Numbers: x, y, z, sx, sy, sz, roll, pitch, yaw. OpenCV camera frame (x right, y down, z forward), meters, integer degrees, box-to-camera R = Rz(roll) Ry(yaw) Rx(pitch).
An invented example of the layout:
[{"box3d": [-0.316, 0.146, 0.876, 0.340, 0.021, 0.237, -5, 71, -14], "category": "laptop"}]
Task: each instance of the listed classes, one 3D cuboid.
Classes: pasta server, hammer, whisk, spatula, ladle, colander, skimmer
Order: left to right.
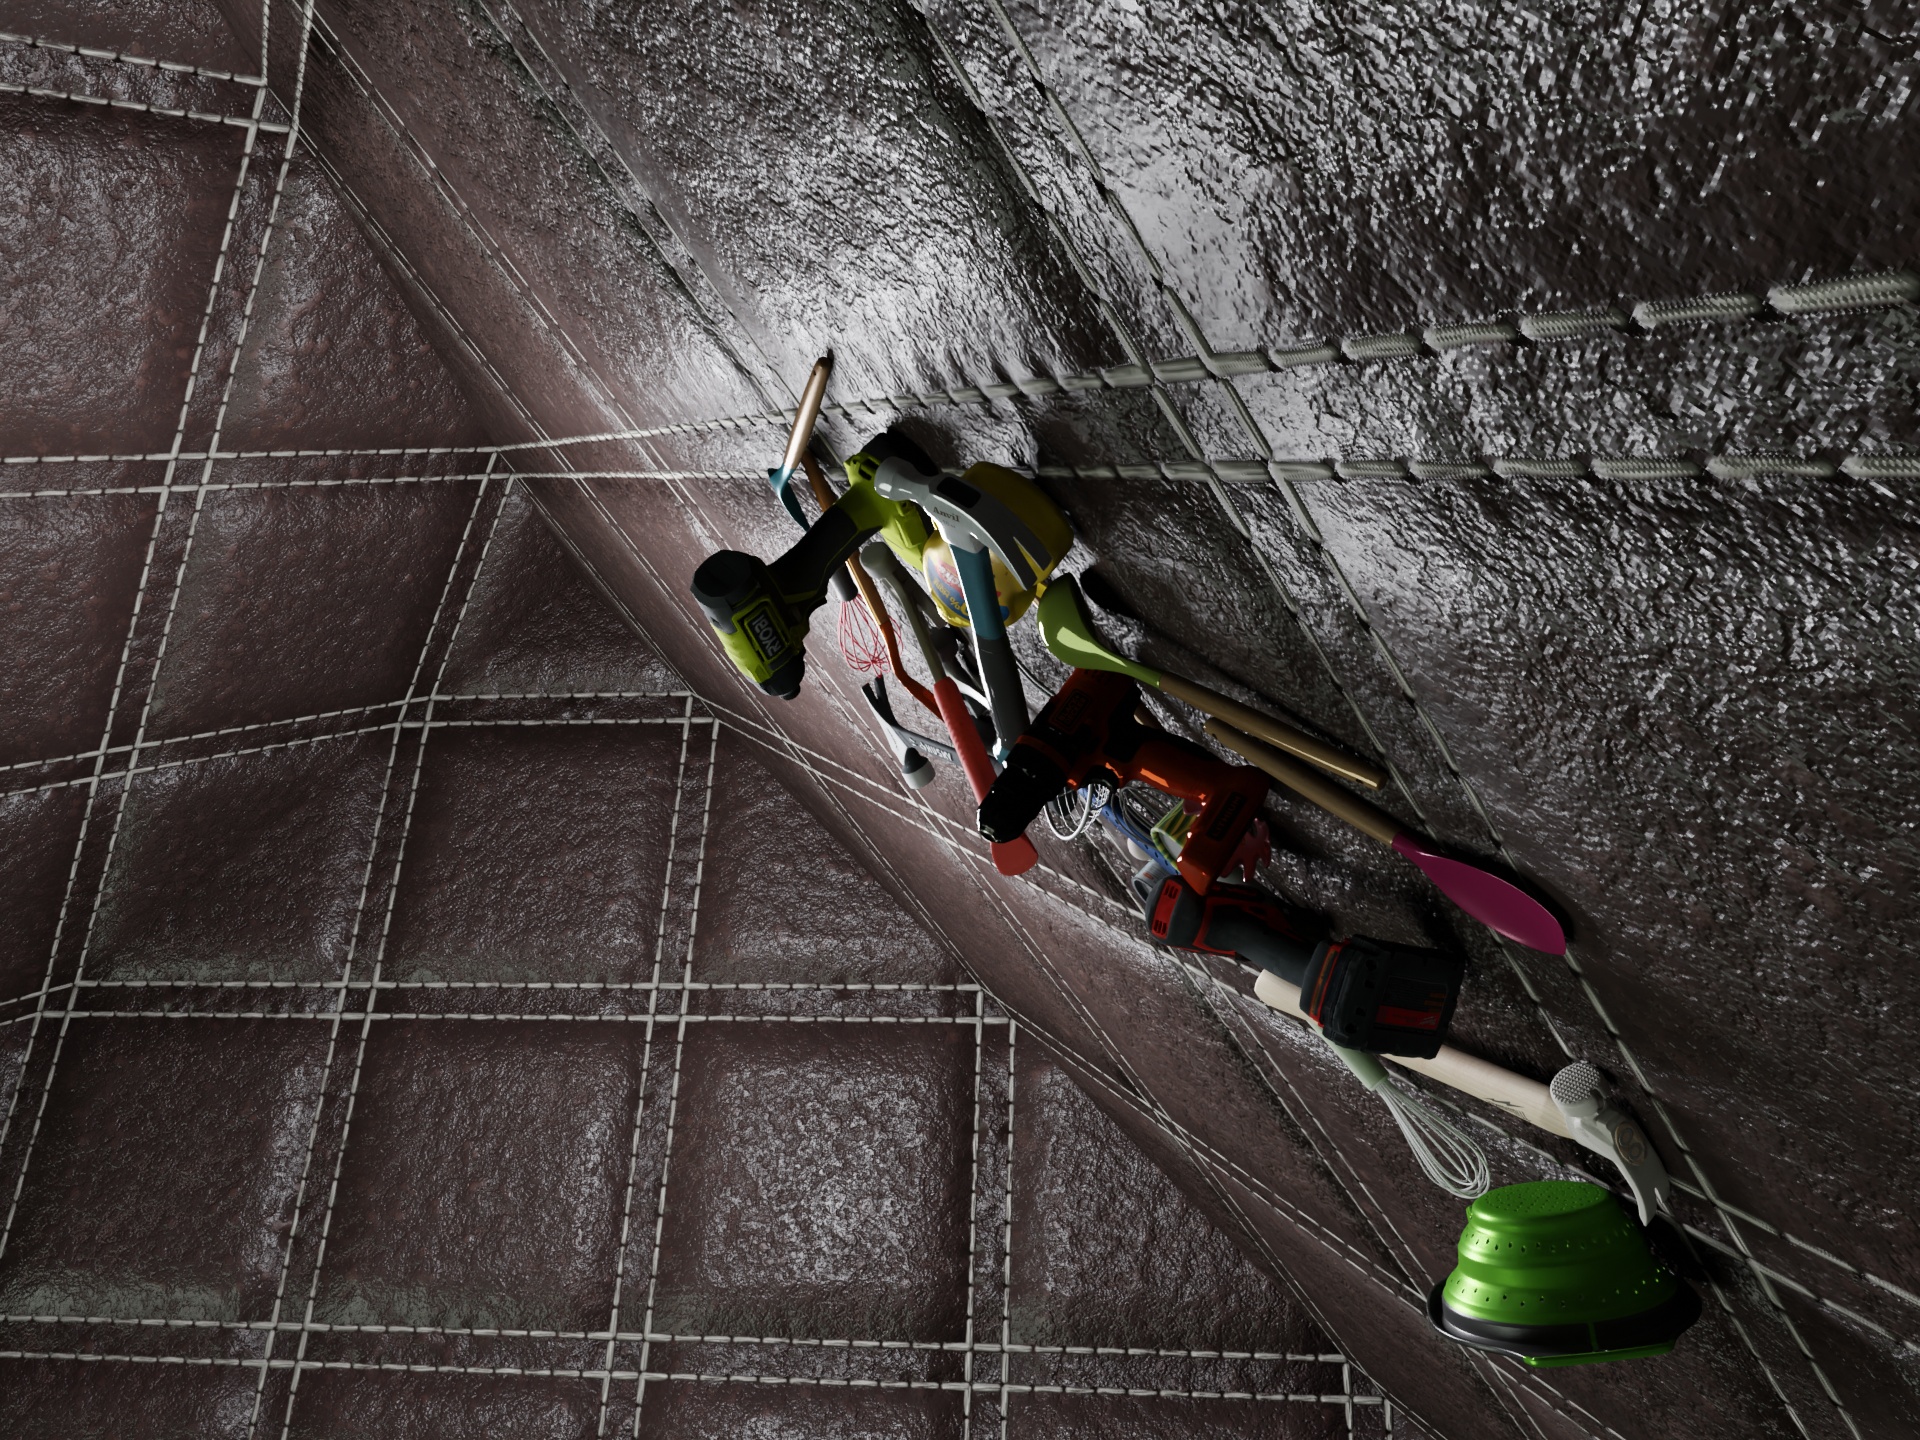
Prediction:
[{"box3d": [-0.145, -0.258, 1.485, 0.082, 0.044, 0.317, 65, 160, 10], "category": "spatula"}, {"box3d": [-0.116, -0.127, 1.697, 0.073, 0.073, 0.295, 42, 169, 25], "category": "whisk"}, {"box3d": [-0.078, -0.123, 1.583, 0.081, 0.041, 0.322, -59, -55, -81], "category": "spatula"}, {"box3d": [-0.002, -0.005, 1.453, 0.149, 0.036, 0.359, 50, -167, -51], "category": "hammer"}, {"box3d": [0.008, 0.039, 1.694, 0.409, 0.036, 0.149, 17, 140, 62], "category": "hammer"}, {"box3d": [0.014, -0.055, 1.452, 0.363, 0.090, 0.127, 49, 157, 0], "category": "skimmer"}, {"box3d": [0.023, -0.063, 1.226, 0.128, 0.033, 0.330, 25, 152, 27], "category": "hammer"}, {"box3d": [0.113, 0.056, 1.577, 0.406, 0.035, 0.143, 40, 164, 31], "category": "hammer"}, {"box3d": [0.146, -0.002, 1.301, 0.316, 0.060, 0.040, 50, -150, 3], "category": "pasta server"}, {"box3d": [0.176, -0.028, 1.148, 0.320, 0.062, 0.078, 29, 160, 38], "category": "ladle"}, {"box3d": [0.230, 0.134, 1.405, 0.239, 0.055, 0.055, 40, 165, 18], "category": "whisk"}, {"box3d": [0.394, 0.342, 1.475, 0.246, 0.058, 0.059, 48, 133, 19], "category": "whisk"}, {"box3d": [0.386, 0.281, 1.303, 0.146, 0.038, 0.411, 52, 164, -23], "category": "hammer"}, {"box3d": [0.476, 0.427, 1.338, 0.397, 0.204, 0.094, 27, -126, -83], "category": "colander"}]

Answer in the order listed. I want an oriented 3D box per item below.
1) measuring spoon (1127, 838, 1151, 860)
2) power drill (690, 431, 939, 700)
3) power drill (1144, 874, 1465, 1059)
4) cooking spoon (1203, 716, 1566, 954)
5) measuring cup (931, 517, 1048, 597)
[{"box3d": [0.150, 0.100, 1.623, 0.124, 0.018, 0.034, 44, 167, 21], "category": "measuring spoon"}, {"box3d": [-0.111, -0.125, 1.360, 0.080, 0.223, 0.171, 40, 165, 33], "category": "power drill"}, {"box3d": [0.276, 0.183, 1.234, 0.187, 0.080, 0.227, 14, -176, -37], "category": "power drill"}, {"box3d": [0.284, 0.070, 1.102, 0.319, 0.017, 0.068, 35, 161, 43], "category": "cooking spoon"}, {"box3d": [0.047, -0.133, 1.292, 0.156, 0.029, 0.062, 35, 158, 4], "category": "measuring cup"}]
